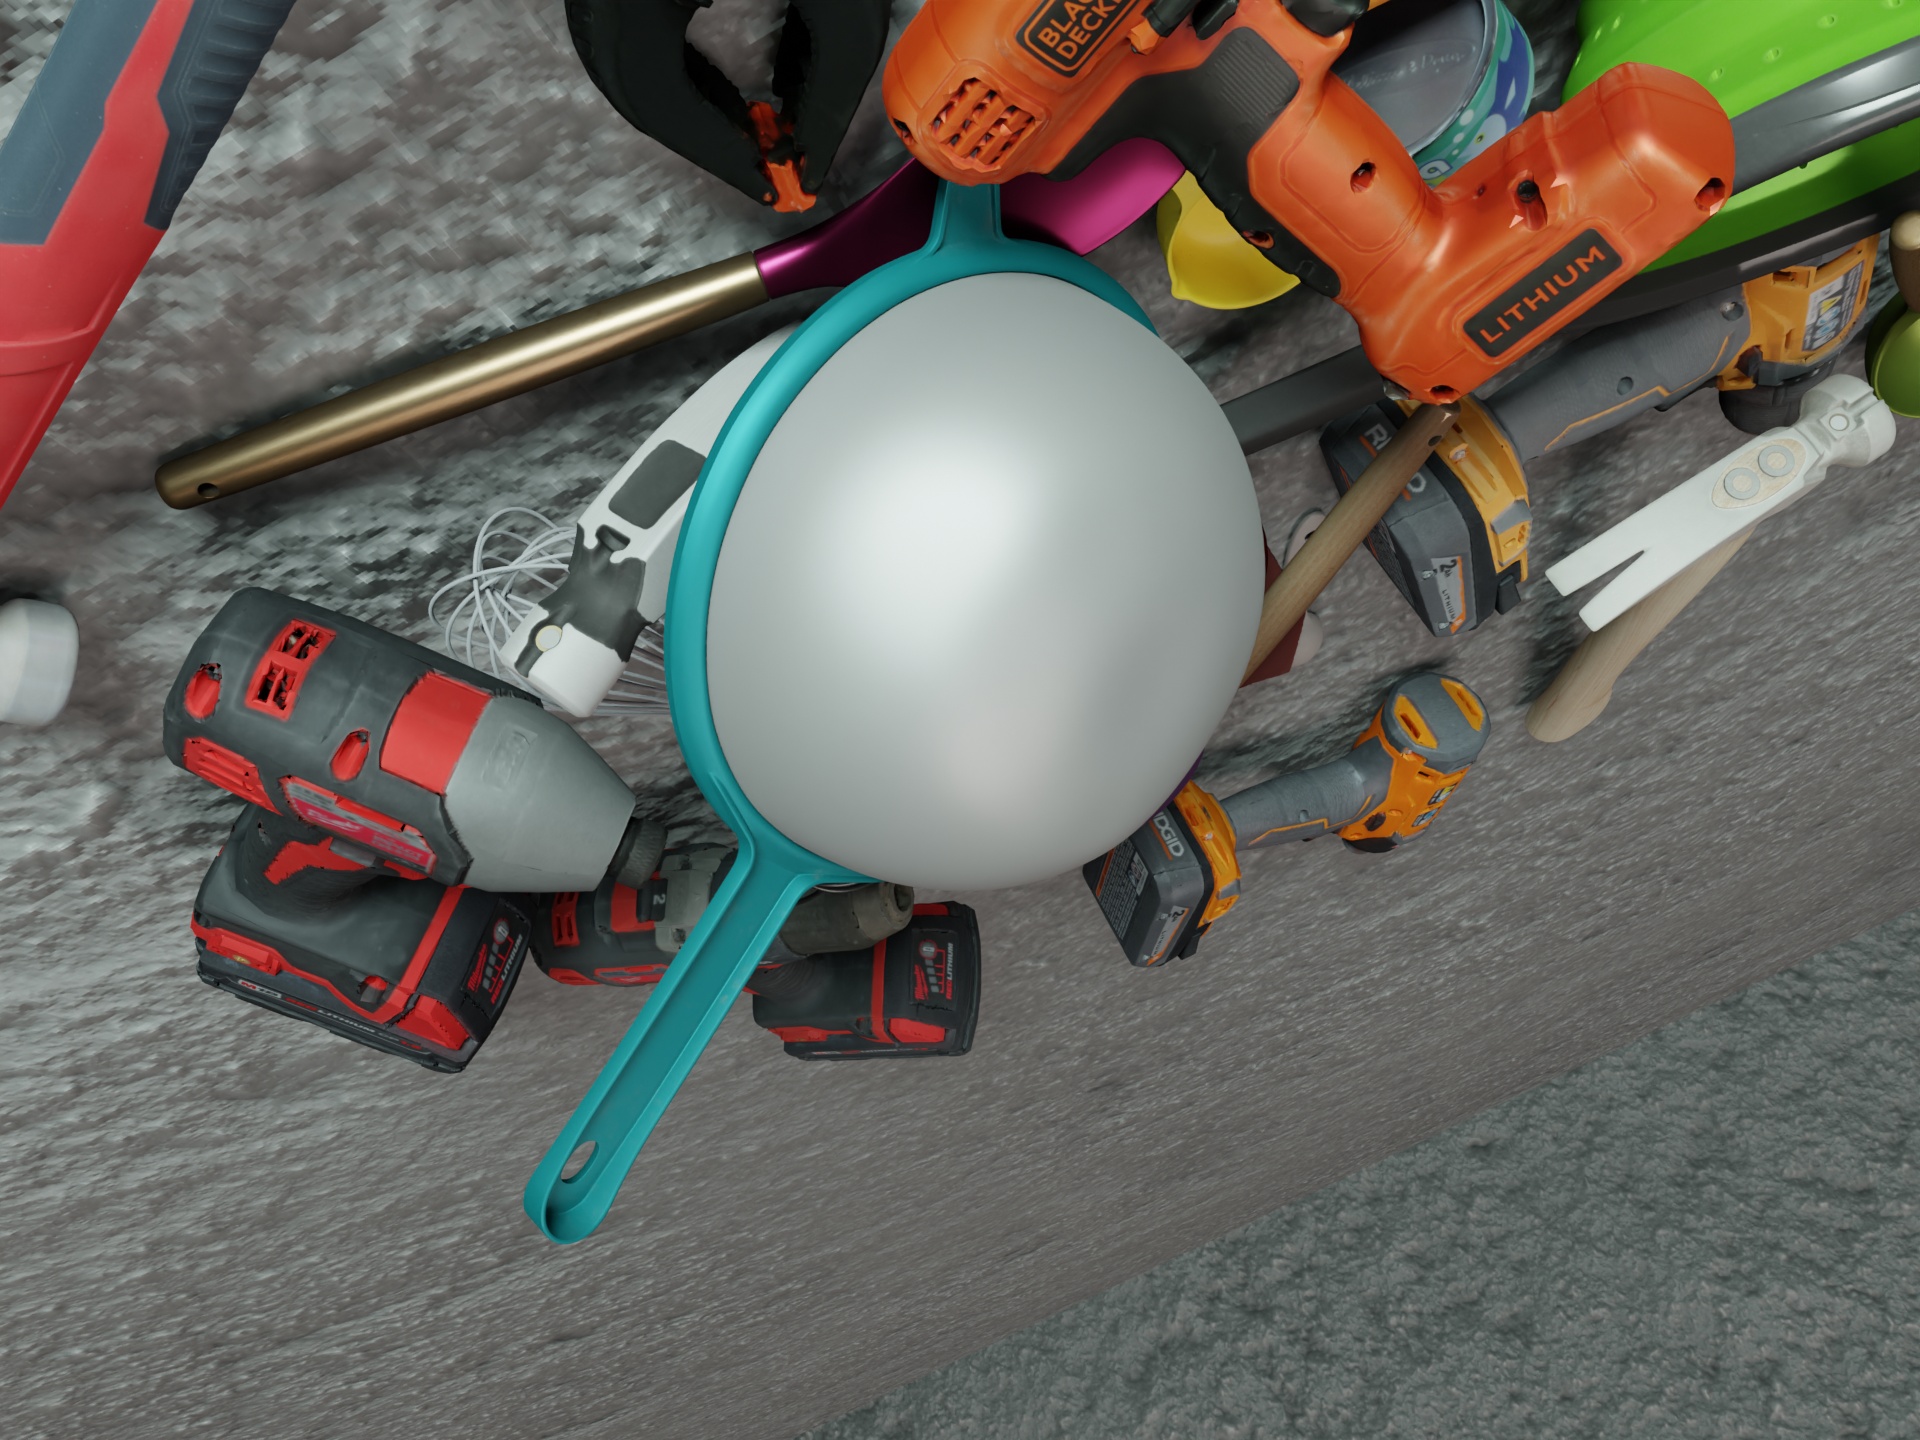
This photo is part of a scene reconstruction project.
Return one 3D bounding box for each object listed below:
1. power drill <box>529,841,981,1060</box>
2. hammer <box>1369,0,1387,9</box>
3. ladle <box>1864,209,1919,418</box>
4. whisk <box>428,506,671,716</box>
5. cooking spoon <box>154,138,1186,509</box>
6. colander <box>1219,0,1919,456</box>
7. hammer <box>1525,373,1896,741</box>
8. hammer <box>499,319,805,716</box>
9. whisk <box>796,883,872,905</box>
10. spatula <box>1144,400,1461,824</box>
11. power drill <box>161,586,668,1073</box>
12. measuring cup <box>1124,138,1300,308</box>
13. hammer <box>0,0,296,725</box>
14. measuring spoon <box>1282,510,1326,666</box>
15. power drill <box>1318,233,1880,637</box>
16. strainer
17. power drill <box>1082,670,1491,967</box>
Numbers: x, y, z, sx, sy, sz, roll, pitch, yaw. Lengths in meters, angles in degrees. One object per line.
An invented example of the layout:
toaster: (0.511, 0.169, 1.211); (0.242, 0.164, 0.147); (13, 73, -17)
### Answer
power drill: (-0.069, 0.108, 0.767); (0.188, 0.080, 0.226); (-8, 158, 27)
hammer: (0.253, -0.258, 0.420); (0.337, 0.127, 0.034); (-20, 146, 5)
ladle: (0.402, -0.168, 0.649); (0.078, 0.062, 0.320); (-41, 164, 29)
whisk: (-0.095, -0.013, 0.622); (0.070, 0.070, 0.284); (-32, 156, 14)
cooking spoon: (-0.083, -0.122, 0.465); (0.319, 0.017, 0.068); (-20, 148, -1)
colander: (0.192, -0.179, 0.530); (0.397, 0.094, 0.204); (-19, 178, 31)
hammer: (0.340, -0.043, 0.831); (0.146, 0.038, 0.410); (-33, 163, 0)
hammer: (-0.048, -0.014, 0.611); (0.146, 0.035, 0.334); (-56, 157, -11)
whisk: (-0.002, -0.003, 0.623); (0.239, 0.055, 0.055); (-42, 170, -45)
spatula: (0.121, -0.025, 0.690); (0.059, 0.018, 0.315); (-8, 149, -30)
power drill: (-0.185, 0.046, 0.534); (0.143, 0.079, 0.219); (24, 148, -12)
measuring cup: (0.061, -0.184, 0.487); (0.062, 0.029, 0.156); (-32, 139, 26)
hammer: (-0.209, -0.115, 0.343); (0.143, 0.038, 0.386); (11, 141, -45)
measuring spoon: (0.168, -0.060, 0.777); (0.034, 0.018, 0.124); (-21, 151, -6)
power drill: (0.280, -0.131, 0.683); (0.226, 0.084, 0.185); (-34, 152, 9)
strainer: (-0.010, 0.024, 0.471); (0.340, 0.095, 0.210); (-57, 139, -5)
power drill: (0.191, 0.064, 0.946); (0.226, 0.084, 0.164); (-20, 152, -16)
